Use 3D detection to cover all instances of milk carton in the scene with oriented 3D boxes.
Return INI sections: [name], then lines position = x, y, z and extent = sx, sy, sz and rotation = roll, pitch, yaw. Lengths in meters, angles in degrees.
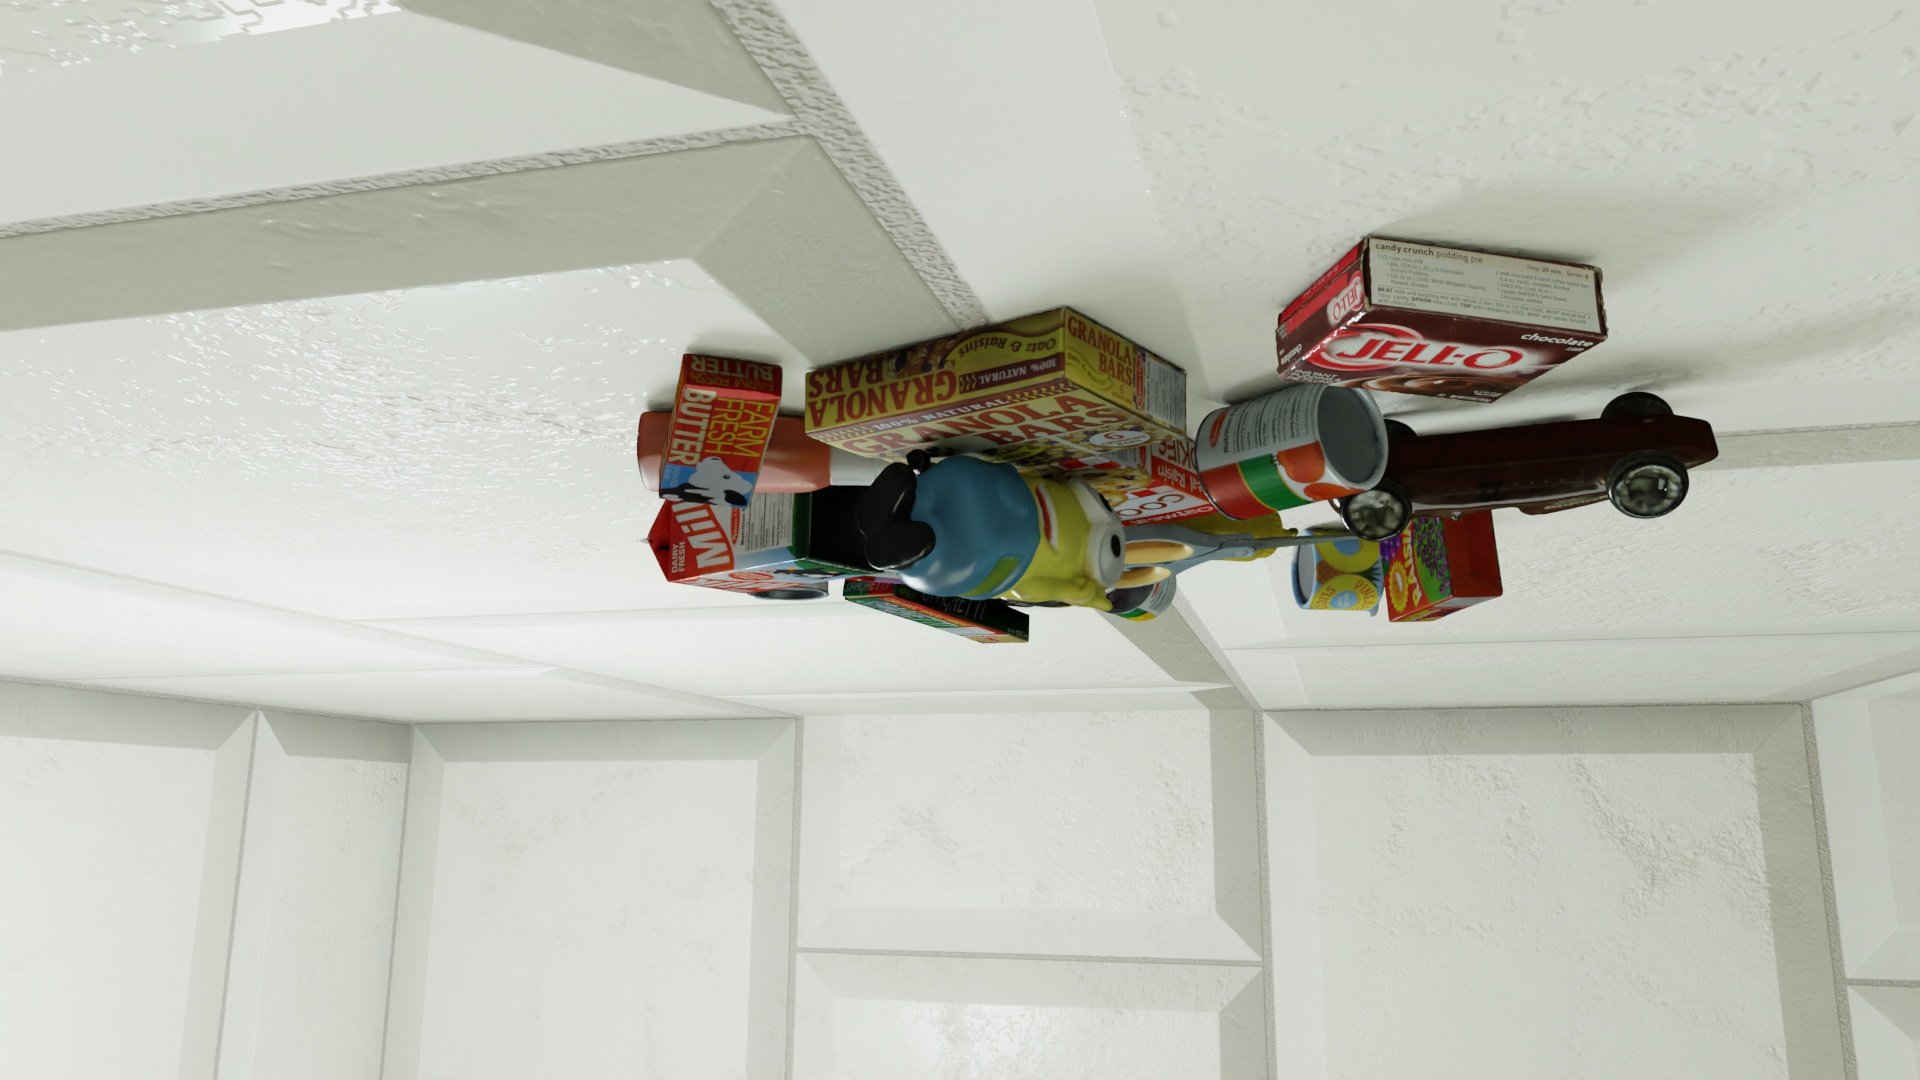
[milk carton]
position = -0.143, -0.006, 0.974
extent = 0.190, 0.073, 0.072
rotation = -9, 165, 40

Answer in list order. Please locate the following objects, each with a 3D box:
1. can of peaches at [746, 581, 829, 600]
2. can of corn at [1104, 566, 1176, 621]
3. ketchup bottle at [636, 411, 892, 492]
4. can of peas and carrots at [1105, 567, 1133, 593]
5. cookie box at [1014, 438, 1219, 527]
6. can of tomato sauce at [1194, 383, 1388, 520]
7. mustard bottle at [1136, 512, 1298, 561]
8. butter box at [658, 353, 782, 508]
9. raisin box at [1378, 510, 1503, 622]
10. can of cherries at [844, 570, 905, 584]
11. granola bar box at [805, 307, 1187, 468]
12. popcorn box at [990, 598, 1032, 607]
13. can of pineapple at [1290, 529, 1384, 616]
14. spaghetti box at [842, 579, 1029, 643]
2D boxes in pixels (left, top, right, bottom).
[can of peaches]
position = -0.140, 0.016, 1.120
extent = 0.071, 0.058, 0.071
rotation = 0, 169, 0
[can of corn]
position = 0.141, 0.032, 1.176
extent = 0.071, 0.071, 0.058
rotation = -6, 167, 26
[ketchup bottle]
position = -0.114, -0.051, 0.829
extent = 0.149, 0.043, 0.064
rotation = 1, 162, -3
[can of peas and carrots]
position = 0.087, 0.001, 1.024
extent = 0.071, 0.071, 0.059
rotation = -11, 160, 43
[cookie box]
position = 0.077, -0.042, 0.875
extent = 0.123, 0.040, 0.167
rotation = -9, 165, 36
[can of tomato sauce]
position = 0.184, -0.050, 0.768
extent = 0.071, 0.071, 0.083
rotation = 10, 164, -37
[mustard bottle]
position = 0.182, -0.011, 1.002
extent = 0.160, 0.049, 0.065
rotation = 6, 163, -24
[butter box]
position = -0.132, -0.058, 0.754
extent = 0.053, 0.024, 0.103
rotation = 6, 144, -17
[raisin box]
position = 0.342, 0.009, 1.000
extent = 0.040, 0.086, 0.123
rotation = -4, 168, -4
[can of cherries]
position = -0.055, -0.002, 1.016
extent = 0.058, 0.071, 0.071
rotation = 5, 167, -17
[granola bar box]
position = 0.019, -0.071, 0.738
extent = 0.165, 0.039, 0.124
rotation = -8, 165, 36
[popcorn box]
position = 0.048, 0.031, 1.235
extent = 0.085, 0.038, 0.126
rotation = 7, 167, -21
[can of pineapple]
position = 0.306, 0.026, 1.128
extent = 0.058, 0.071, 0.071
rotation = 1, 168, -4
[spaghetti box]
position = -0.015, 0.058, 1.204
extent = 0.050, 0.029, 0.250
rotation = -5, 165, 28
